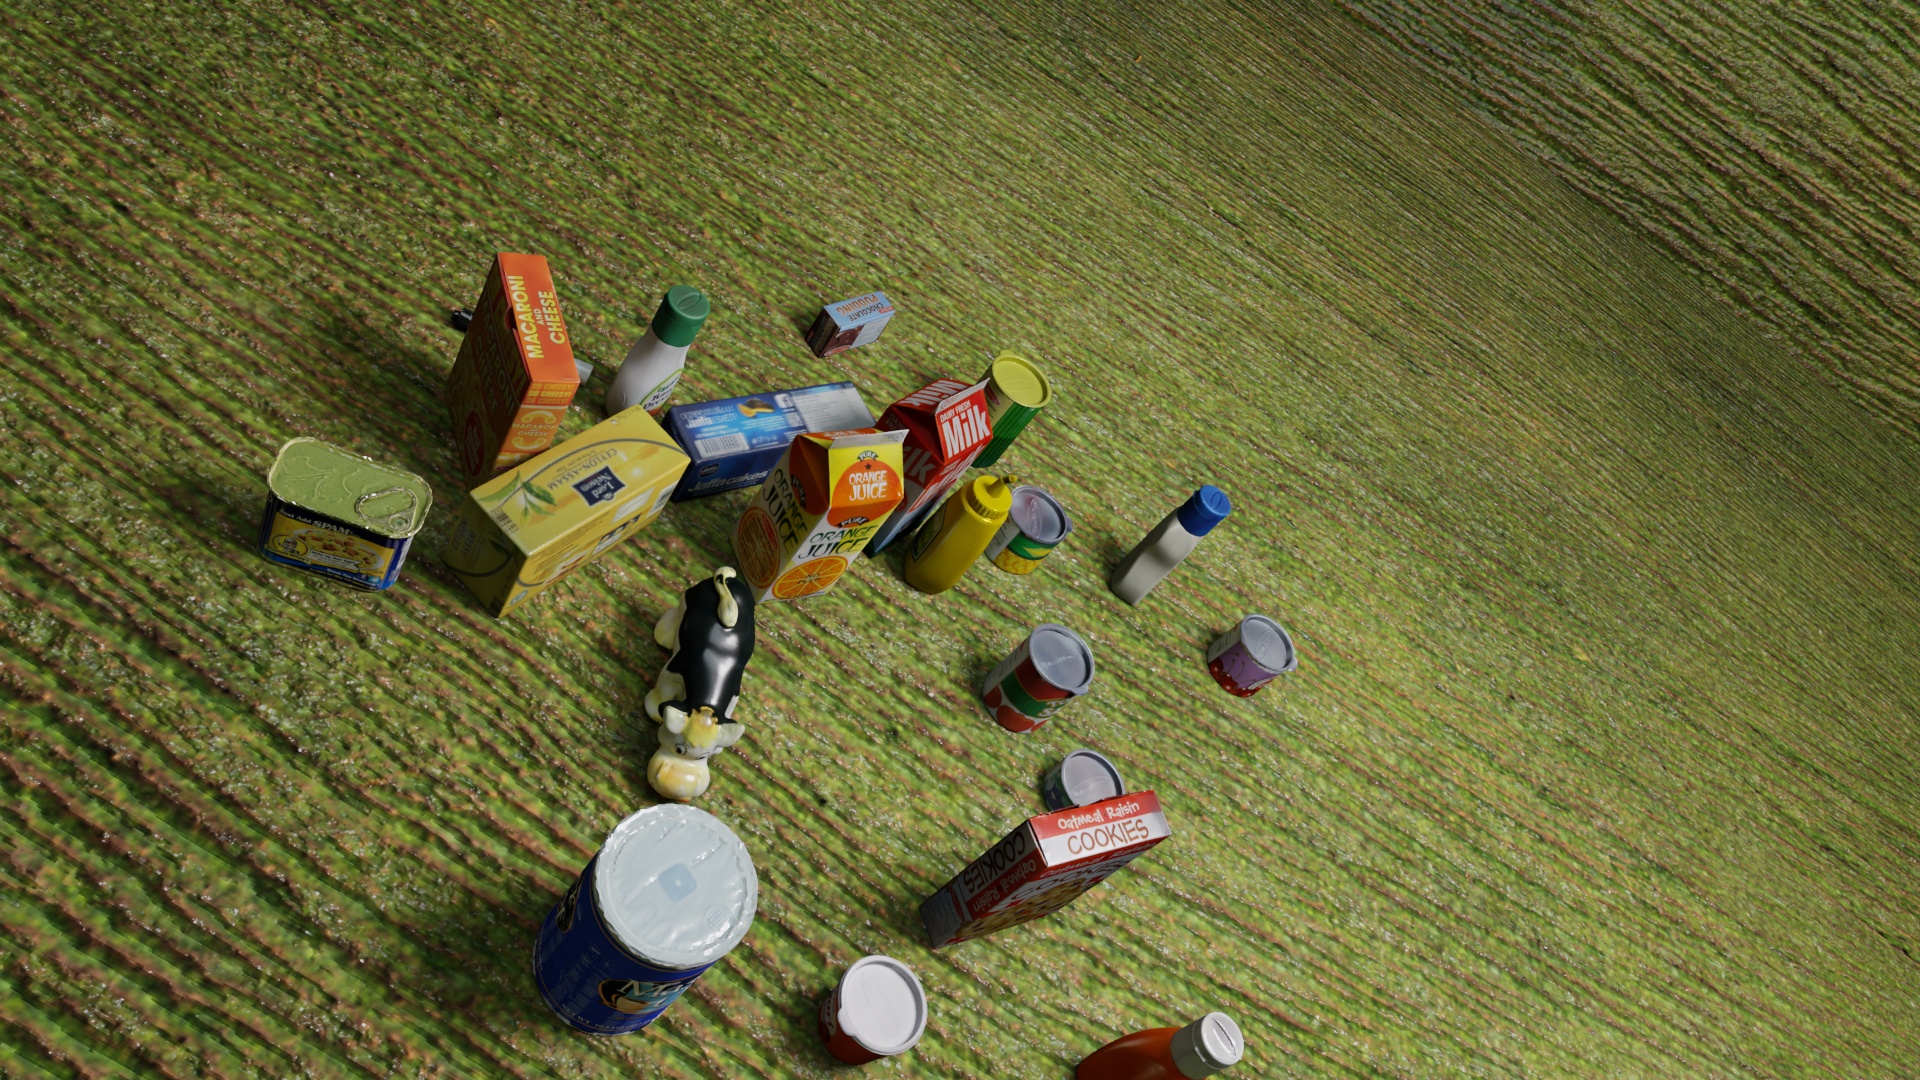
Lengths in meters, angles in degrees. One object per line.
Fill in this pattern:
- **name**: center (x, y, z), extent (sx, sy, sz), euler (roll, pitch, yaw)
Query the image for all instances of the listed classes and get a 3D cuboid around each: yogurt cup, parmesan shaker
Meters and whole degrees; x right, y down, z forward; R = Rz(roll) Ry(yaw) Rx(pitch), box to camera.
- **yogurt cup**: center (-0.064, 0.332, 0.972), extent (0.072, 0.053, 0.073), euler (19, 48, -22)
- **parmesan shaker**: center (0.034, -0.129, 1.374), extent (0.071, 0.102, 0.072), euler (19, 48, -22)

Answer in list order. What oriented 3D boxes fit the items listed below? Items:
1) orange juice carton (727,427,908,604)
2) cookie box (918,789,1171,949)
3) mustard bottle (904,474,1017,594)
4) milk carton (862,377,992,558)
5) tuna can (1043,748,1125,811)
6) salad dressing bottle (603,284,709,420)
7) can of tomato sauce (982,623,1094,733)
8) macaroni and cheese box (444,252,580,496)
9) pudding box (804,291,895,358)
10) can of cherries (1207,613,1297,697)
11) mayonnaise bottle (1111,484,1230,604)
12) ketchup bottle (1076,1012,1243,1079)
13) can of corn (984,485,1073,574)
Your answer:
- **orange juice carton**: center (-0.112, -0.030, 1.127), extent (0.072, 0.191, 0.073), euler (-8, 62, -39)
- **cookie box**: center (0.062, 0.247, 1.046), extent (0.123, 0.166, 0.040), euler (-5, 60, -37)
- **mustard bottle**: center (0.004, -0.015, 1.221), extent (0.049, 0.159, 0.066), euler (25, 46, -17)
- **milk carton**: center (-0.040, -0.073, 1.214), extent (0.073, 0.189, 0.073), euler (49, 44, 8)
- **tuna can**: center (0.108, 0.218, 1.198), extent (0.071, 0.032, 0.071), euler (19, 48, -22)
- **salad dressing bottle**: center (-0.253, -0.152, 1.160), extent (0.044, 0.147, 0.064), euler (43, 43, 2)
- **can of tomato sauce**: center (0.068, 0.123, 1.211), extent (0.071, 0.082, 0.071), euler (19, 48, -22)
- **macaroni and cheese box**: center (-0.344, -0.117, 1.055), extent (0.040, 0.165, 0.124), euler (-2, 58, -36)
- **pudding box**: center (-0.109, -0.215, 1.382), extent (0.084, 0.049, 0.030), euler (-27, 74, -44)
- **can of cherries**: center (0.291, 0.117, 1.388), extent (0.071, 0.058, 0.072), euler (19, 48, -22)
- **mayonnaise bottle**: center (0.205, 0.002, 1.355), extent (0.041, 0.147, 0.065), euler (38, 43, -4)
- **ketchup bottle**: center (0.146, 0.384, 1.008), extent (0.044, 0.148, 0.065), euler (-19, 69, -43)
- **can of corn**: center (0.063, -0.008, 1.330), extent (0.071, 0.058, 0.071), euler (19, 48, -22)
